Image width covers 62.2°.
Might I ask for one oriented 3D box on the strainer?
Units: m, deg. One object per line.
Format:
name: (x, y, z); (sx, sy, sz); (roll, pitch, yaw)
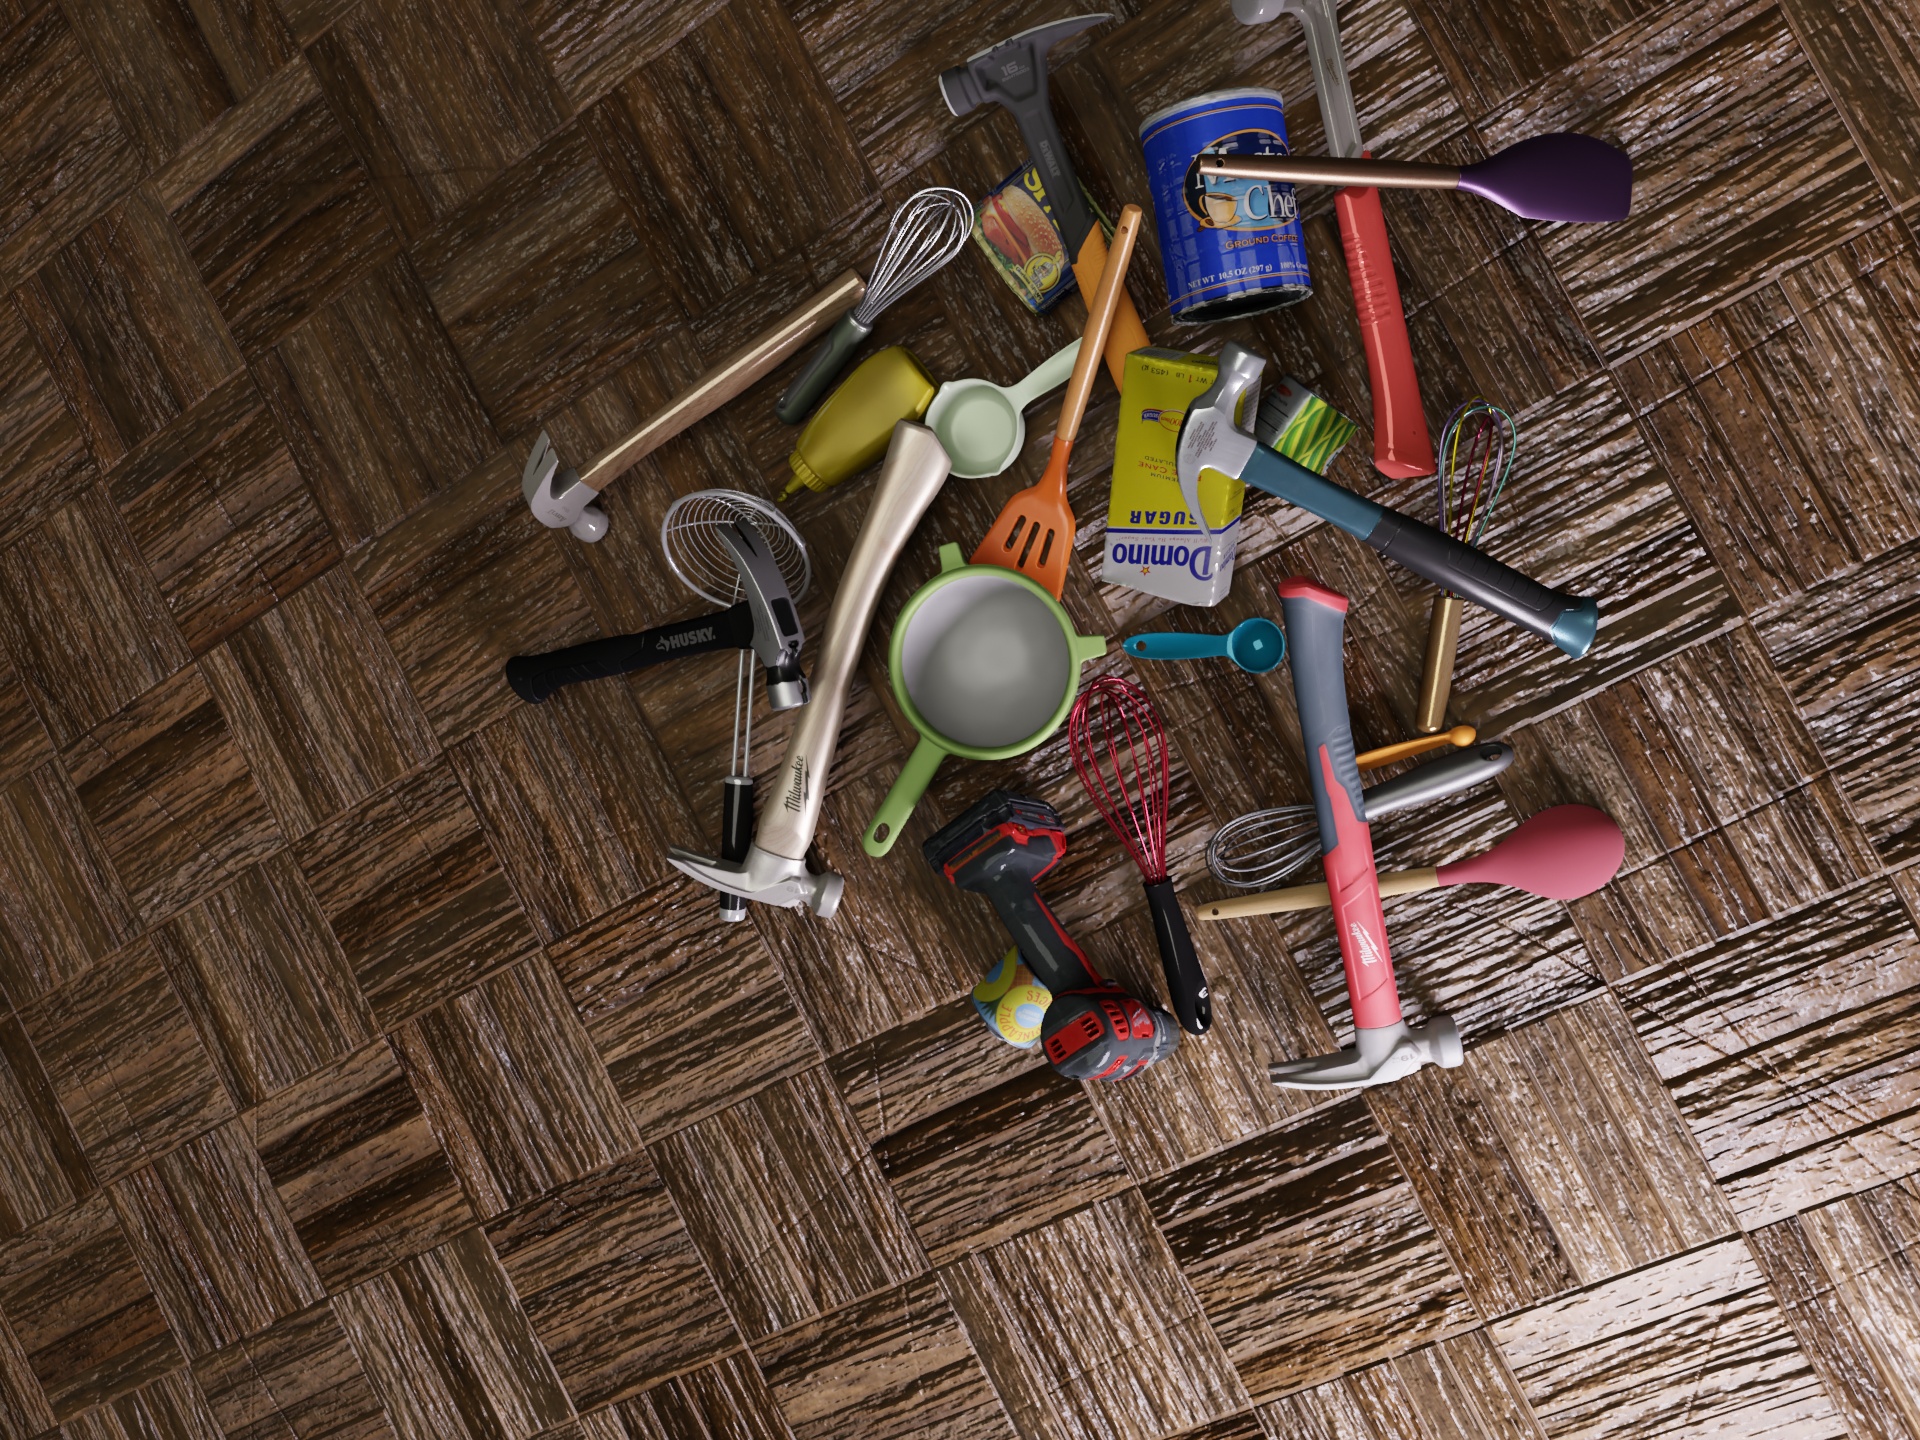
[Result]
strainer: (-0.002, -0.004, 1.257); (0.151, 0.069, 0.256); (33, 105, 8)

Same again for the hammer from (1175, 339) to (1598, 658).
hammer: (0.298, -0.132, 1.101); (0.331, 0.033, 0.128); (26, 114, -7)

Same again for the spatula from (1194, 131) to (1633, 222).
spatula: (0.311, -0.371, 1.075); (0.316, 0.018, 0.060); (-2, 97, -10)

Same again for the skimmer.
skimmer: (-0.190, -0.006, 1.304); (0.127, 0.090, 0.363); (6, 98, 14)

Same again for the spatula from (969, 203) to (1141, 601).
spatula: (0.080, -0.226, 1.174); (0.081, 0.041, 0.322); (27, 133, 12)

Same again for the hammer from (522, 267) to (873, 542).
hammer: (-0.213, -0.259, 1.282); (0.331, 0.130, 0.031); (-33, 71, 10)

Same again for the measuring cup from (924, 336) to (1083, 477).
measuring cup: (0.050, -0.250, 1.230); (0.167, 0.038, 0.083); (-32, 86, 16)

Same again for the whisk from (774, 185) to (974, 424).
whisk: (-0.074, -0.317, 1.230); (0.246, 0.059, 0.058); (-44, 43, 34)

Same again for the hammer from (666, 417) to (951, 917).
hammer: (-0.109, -0.042, 1.263); (0.146, 0.038, 0.410); (17, 106, -10)

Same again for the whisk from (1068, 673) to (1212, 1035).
whisk: (0.146, 0.106, 1.229); (0.073, 0.073, 0.296); (-14, 99, 18)

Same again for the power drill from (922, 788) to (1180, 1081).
power drill: (0.082, 0.171, 1.217); (0.080, 0.187, 0.227); (-38, 66, 16)

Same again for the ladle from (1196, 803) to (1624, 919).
ladle: (0.331, 0.119, 1.191); (0.315, 0.031, 0.069); (-12, 93, 20)

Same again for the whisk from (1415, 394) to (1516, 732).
whisk: (0.360, -0.111, 1.149); (0.051, 0.047, 0.245); (8, 103, 15)

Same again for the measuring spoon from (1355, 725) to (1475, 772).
measuring spoon: (0.324, 0.027, 1.180); (0.117, 0.021, 0.011); (-19, 49, 23)

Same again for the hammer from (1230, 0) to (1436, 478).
hammer: (0.290, -0.350, 1.121); (0.037, 0.149, 0.359); (3, 112, 58)

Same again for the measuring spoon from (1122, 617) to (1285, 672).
measuring spoon: (0.188, -0.058, 1.223); (0.129, 0.021, 0.042); (1, 98, 26)

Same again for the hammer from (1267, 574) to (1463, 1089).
hammer: (0.263, 0.087, 1.153); (0.143, 0.038, 0.386); (-11, 104, 8)

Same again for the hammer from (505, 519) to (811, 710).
hammer: (-0.260, -0.063, 1.292); (0.335, 0.035, 0.146); (-9, 97, 39)

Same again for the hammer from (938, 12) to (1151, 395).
hammer: (0.106, -0.328, 1.151); (0.127, 0.034, 0.336); (-18, 110, 19)

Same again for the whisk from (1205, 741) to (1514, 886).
whisk: (0.296, 0.068, 1.185); (0.239, 0.055, 0.055); (-23, 89, 14)
